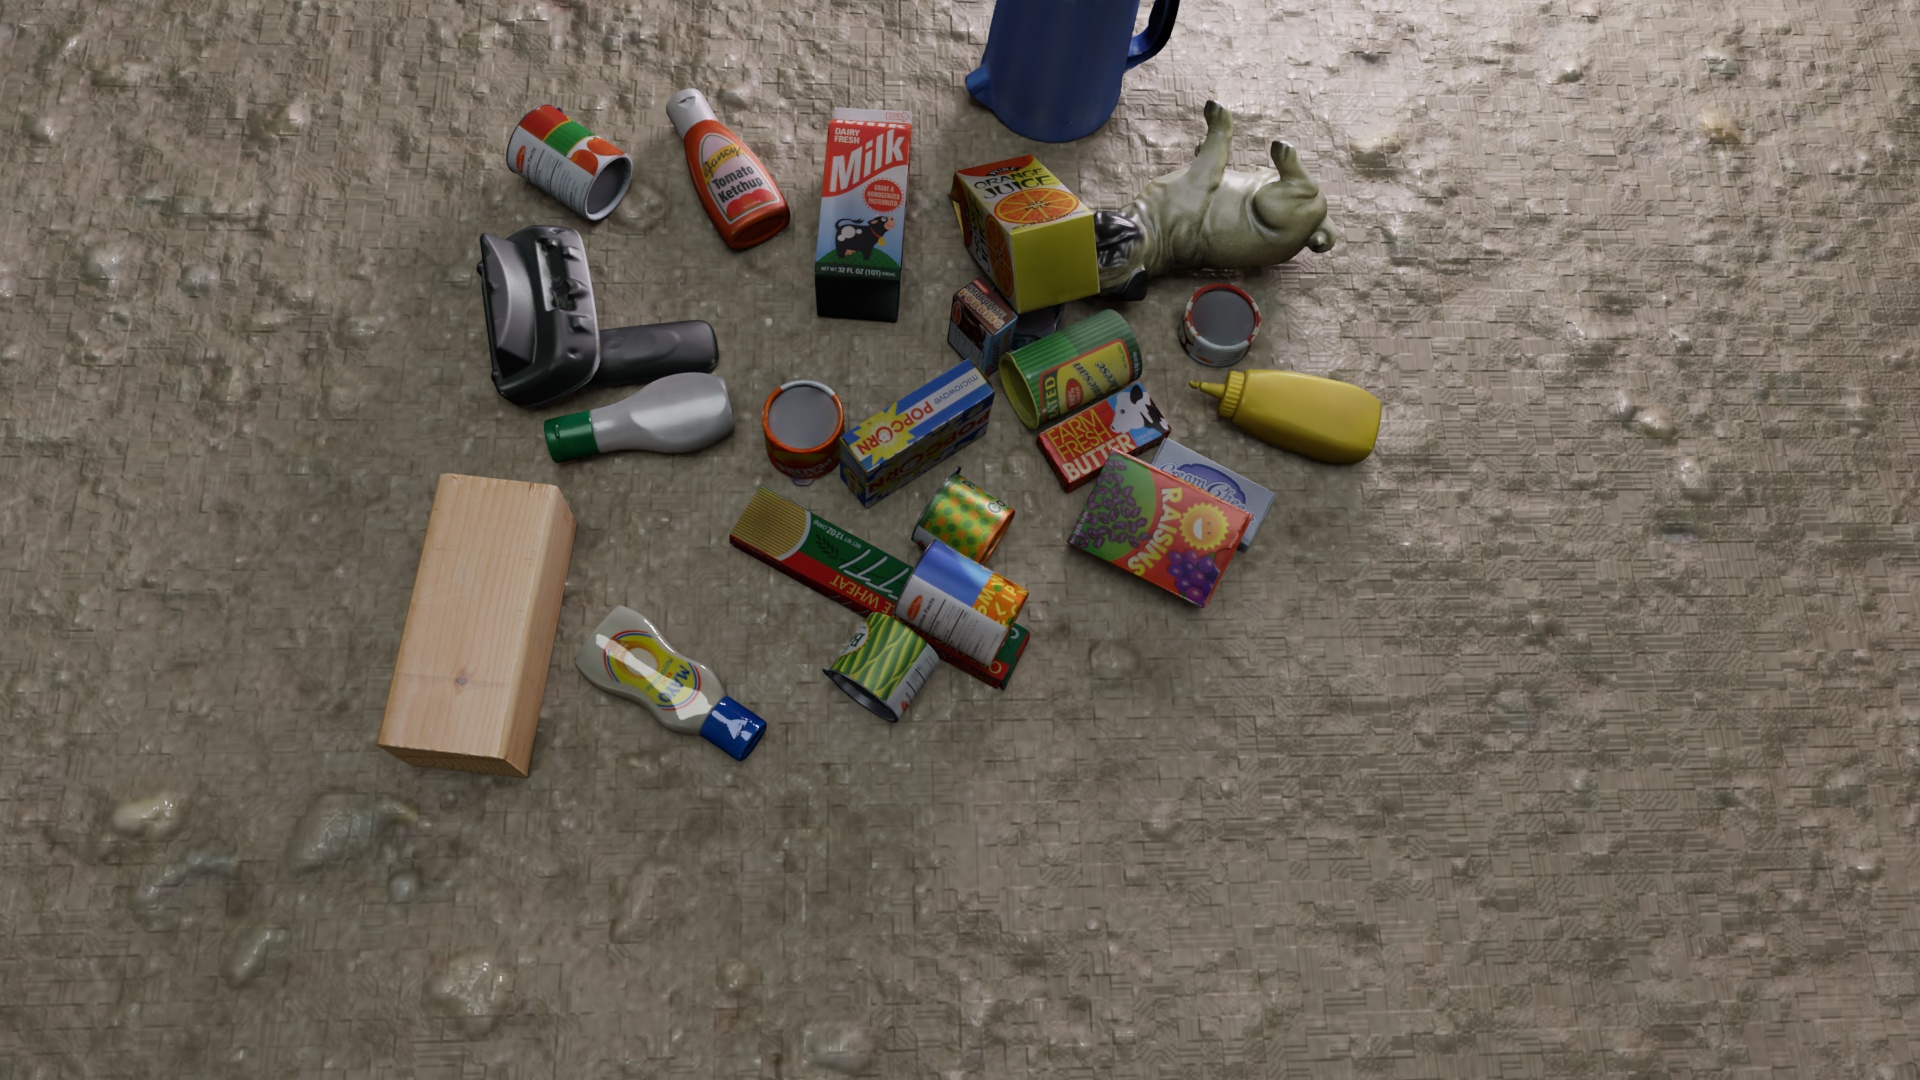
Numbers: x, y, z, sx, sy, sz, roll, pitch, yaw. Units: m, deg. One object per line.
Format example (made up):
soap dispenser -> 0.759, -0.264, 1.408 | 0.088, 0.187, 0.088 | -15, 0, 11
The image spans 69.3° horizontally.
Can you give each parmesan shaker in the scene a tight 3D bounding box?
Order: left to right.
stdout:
parmesan shaker -> 0.092, -0.145, 1.155 | 0.103, 0.071, 0.071 | -26, 75, -12

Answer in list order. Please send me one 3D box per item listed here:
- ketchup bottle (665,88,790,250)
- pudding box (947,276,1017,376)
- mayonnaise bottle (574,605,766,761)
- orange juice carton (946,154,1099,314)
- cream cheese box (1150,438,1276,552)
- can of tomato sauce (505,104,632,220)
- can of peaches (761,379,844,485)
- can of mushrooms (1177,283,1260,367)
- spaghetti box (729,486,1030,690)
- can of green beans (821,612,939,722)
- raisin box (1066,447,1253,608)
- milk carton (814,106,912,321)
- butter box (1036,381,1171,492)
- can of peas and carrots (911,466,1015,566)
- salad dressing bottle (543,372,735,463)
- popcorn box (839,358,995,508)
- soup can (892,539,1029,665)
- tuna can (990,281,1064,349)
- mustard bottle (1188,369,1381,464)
ketchup bottle -> -0.209, -0.327, 1.212 | 0.065, 0.043, 0.149 | -28, 74, -13
pudding box -> 0.017, -0.175, 1.153 | 0.030, 0.083, 0.050 | -39, 77, -15
mayonnaise bottle -> -0.217, 0.113, 1.058 | 0.148, 0.041, 0.065 | 32, 70, 8
orange juice carton -> 0.048, -0.268, 1.169 | 0.072, 0.072, 0.193 | -16, 36, -9
cream cheese box -> 0.203, -0.038, 1.150 | 0.104, 0.024, 0.053 | 28, 71, 6
can of tomato sauce -> -0.333, -0.324, 1.191 | 0.083, 0.071, 0.071 | 33, 72, 7
can of peaches -> -0.126, -0.087, 1.126 | 0.071, 0.058, 0.071 | 1, 70, -4
can of mushrooms -> 0.223, -0.188, 1.200 | 0.071, 0.033, 0.071 | 1, 71, -3
spaghetti box -> -0.064, 0.037, 1.102 | 0.250, 0.028, 0.050 | 28, 71, 6
can of green beans -> -0.059, 0.097, 1.062 | 0.071, 0.071, 0.058 | 33, 72, 8
raisin box -> 0.159, -0.011, 1.114 | 0.123, 0.040, 0.086 | 26, 94, 5
milk carton -> -0.081, -0.291, 1.193 | 0.072, 0.073, 0.191 | 3, 70, -3
butter box -> 0.119, -0.086, 1.161 | 0.104, 0.024, 0.053 | -28, 74, -13
can of peas and carrots -> 0.004, -0.014, 1.104 | 0.059, 0.070, 0.071 | 33, 72, 7
salad dressing bottle -> -0.260, -0.096, 1.128 | 0.148, 0.044, 0.064 | -13, 74, -7
popcorn box -> -0.035, -0.086, 1.117 | 0.127, 0.085, 0.038 | -33, 77, -14
soup can -> 0.002, 0.046, 1.053 | 0.084, 0.071, 0.071 | 29, 71, 5
tuna can -> 0.056, -0.197, 1.191 | 0.071, 0.032, 0.071 | 1, 71, -4
mustard bottle -> 0.269, -0.112, 1.168 | 0.160, 0.048, 0.065 | 17, 70, 3
